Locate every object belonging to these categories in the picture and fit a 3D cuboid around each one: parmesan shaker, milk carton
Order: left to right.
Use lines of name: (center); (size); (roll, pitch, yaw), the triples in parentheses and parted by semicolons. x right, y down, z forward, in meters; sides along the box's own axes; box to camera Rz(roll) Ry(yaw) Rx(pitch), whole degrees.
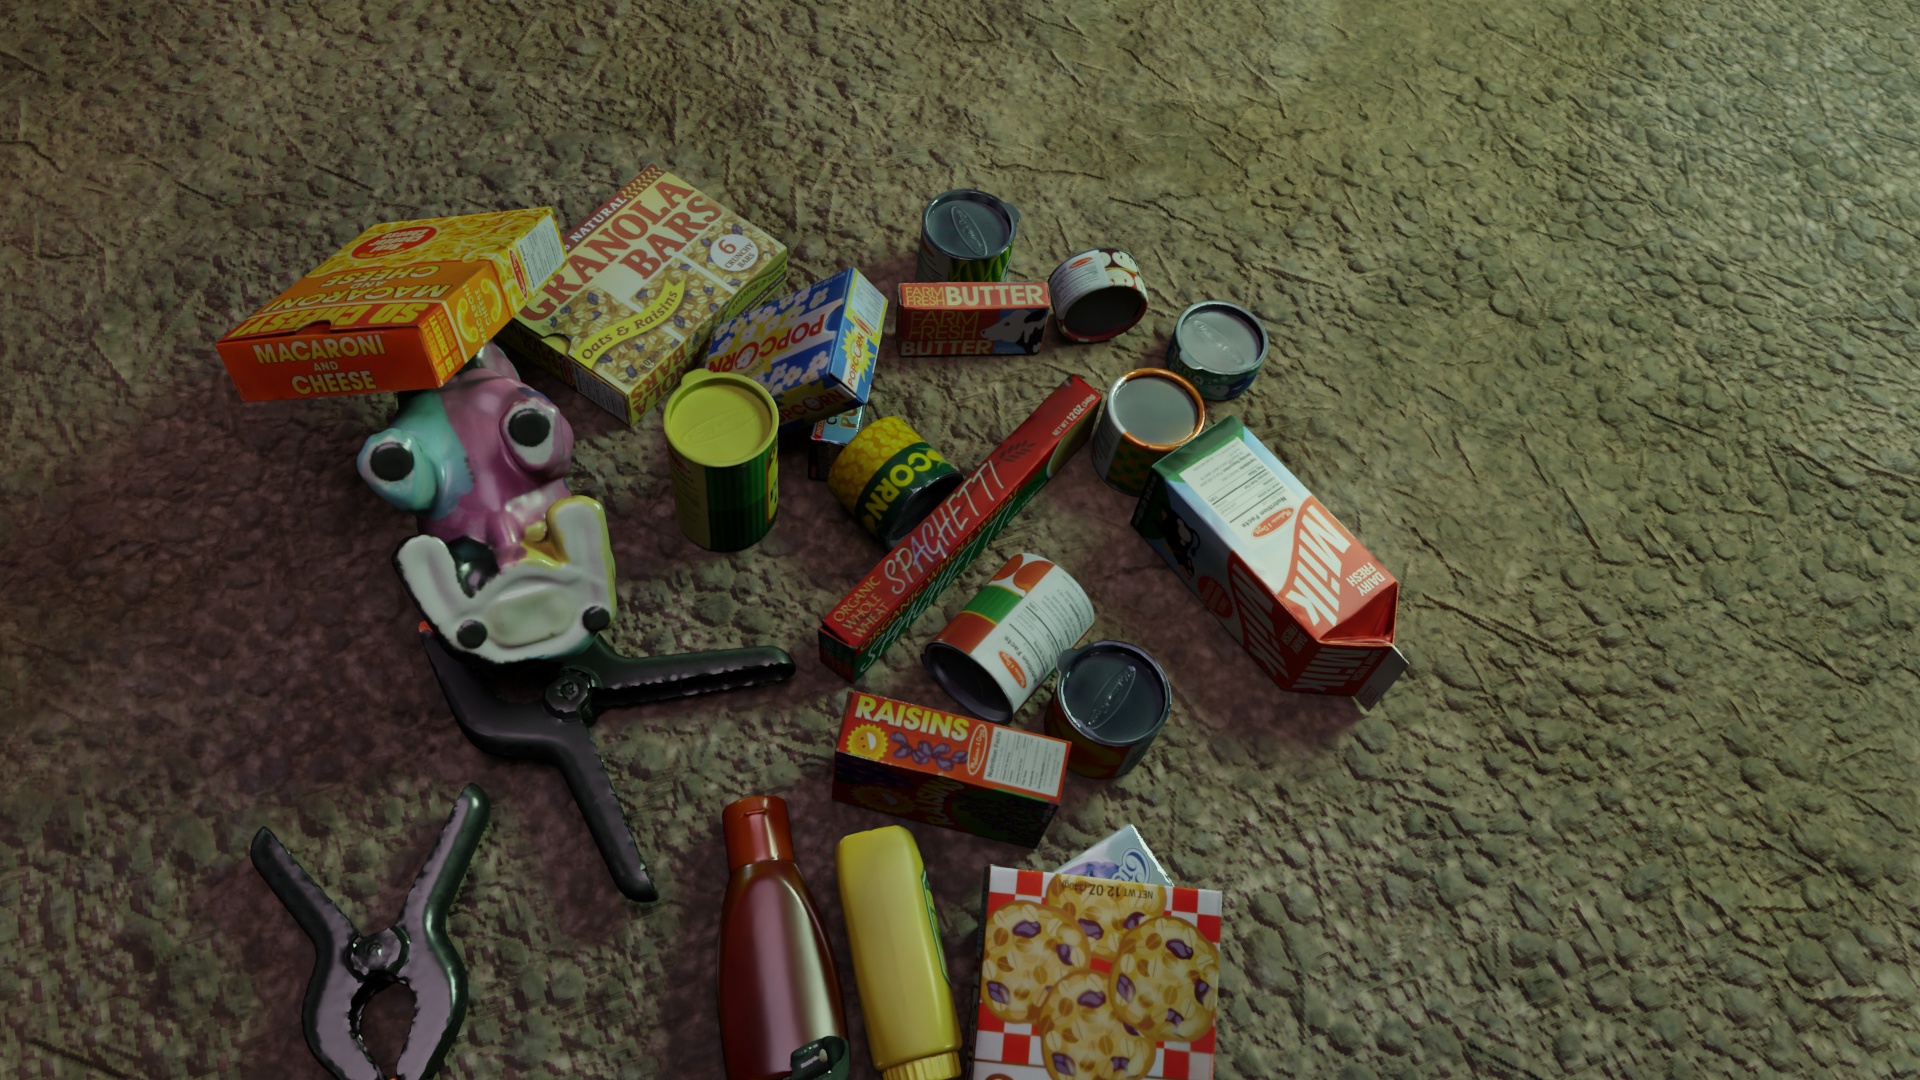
parmesan shaker: (-0.145, -0.048, 0.848); (0.071, 0.102, 0.071); (3, 60, -5)
milk carton: (0.199, 0.021, 0.867); (0.074, 0.072, 0.191); (-32, 67, -22)

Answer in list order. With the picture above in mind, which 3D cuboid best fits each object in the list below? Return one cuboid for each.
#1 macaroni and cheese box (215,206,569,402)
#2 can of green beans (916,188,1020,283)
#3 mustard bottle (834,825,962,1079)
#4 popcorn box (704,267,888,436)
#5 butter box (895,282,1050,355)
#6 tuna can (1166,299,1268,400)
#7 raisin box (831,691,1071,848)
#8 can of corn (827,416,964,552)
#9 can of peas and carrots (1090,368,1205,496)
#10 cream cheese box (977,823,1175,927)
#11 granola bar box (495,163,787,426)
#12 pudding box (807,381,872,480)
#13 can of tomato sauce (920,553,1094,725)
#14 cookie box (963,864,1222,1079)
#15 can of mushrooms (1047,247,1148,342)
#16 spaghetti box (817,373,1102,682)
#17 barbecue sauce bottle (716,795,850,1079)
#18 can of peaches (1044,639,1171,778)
macaroni and cheese box: (-0.316, -0.138, 0.790); (0.124, 0.040, 0.167); (-2, 33, 13)
can of green beans: (0.003, -0.204, 0.982); (0.071, 0.057, 0.071); (3, 60, -5)
mustard bottle: (-0.029, 0.233, 0.724); (0.049, 0.065, 0.161); (-13, 67, -4)
popcorn box: (-0.110, -0.113, 0.886); (0.126, 0.038, 0.085); (-15, 51, 35)
butter box: (0.008, -0.152, 0.955); (0.103, 0.052, 0.024); (-2, 59, -8)
tuna can: (0.178, -0.132, 0.975); (0.071, 0.032, 0.071); (3, 60, -5)
raisin box: (-0.008, 0.128, 0.772); (0.123, 0.085, 0.040); (13, 61, 1)
can of corn: (-0.042, -0.036, 0.872); (0.071, 0.070, 0.058); (-38, 70, -24)
can of peas and carrots: (0.126, -0.072, 0.919); (0.071, 0.058, 0.071); (3, 60, -5)
cream cheese box: (0.067, 0.206, 0.771); (0.104, 0.024, 0.053); (-27, 68, -20)
granola bar box: (-0.217, -0.172, 0.948); (0.124, 0.039, 0.166); (33, 62, 13)
pudding box: (-0.077, -0.085, 0.908); (0.030, 0.049, 0.084); (11, 60, -2)
can of tomato sauce: (0.029, 0.058, 0.830); (0.071, 0.070, 0.083); (37, 62, 14)
cookie box: (0.066, 0.258, 0.710); (0.123, 0.040, 0.168); (7, 74, -2)
can of mushrooms: (0.097, -0.170, 0.970); (0.071, 0.070, 0.033); (-8, 61, -11)
spaghetti box: (0.003, -0.011, 0.875); (0.029, 0.050, 0.251); (37, 63, 15)
barbecue sauce bottle: (-0.100, 0.211, 0.738); (0.065, 0.043, 0.149); (-7, 61, -11)
can of peaches: (0.083, 0.099, 0.816); (0.071, 0.057, 0.071); (3, 60, -4)
